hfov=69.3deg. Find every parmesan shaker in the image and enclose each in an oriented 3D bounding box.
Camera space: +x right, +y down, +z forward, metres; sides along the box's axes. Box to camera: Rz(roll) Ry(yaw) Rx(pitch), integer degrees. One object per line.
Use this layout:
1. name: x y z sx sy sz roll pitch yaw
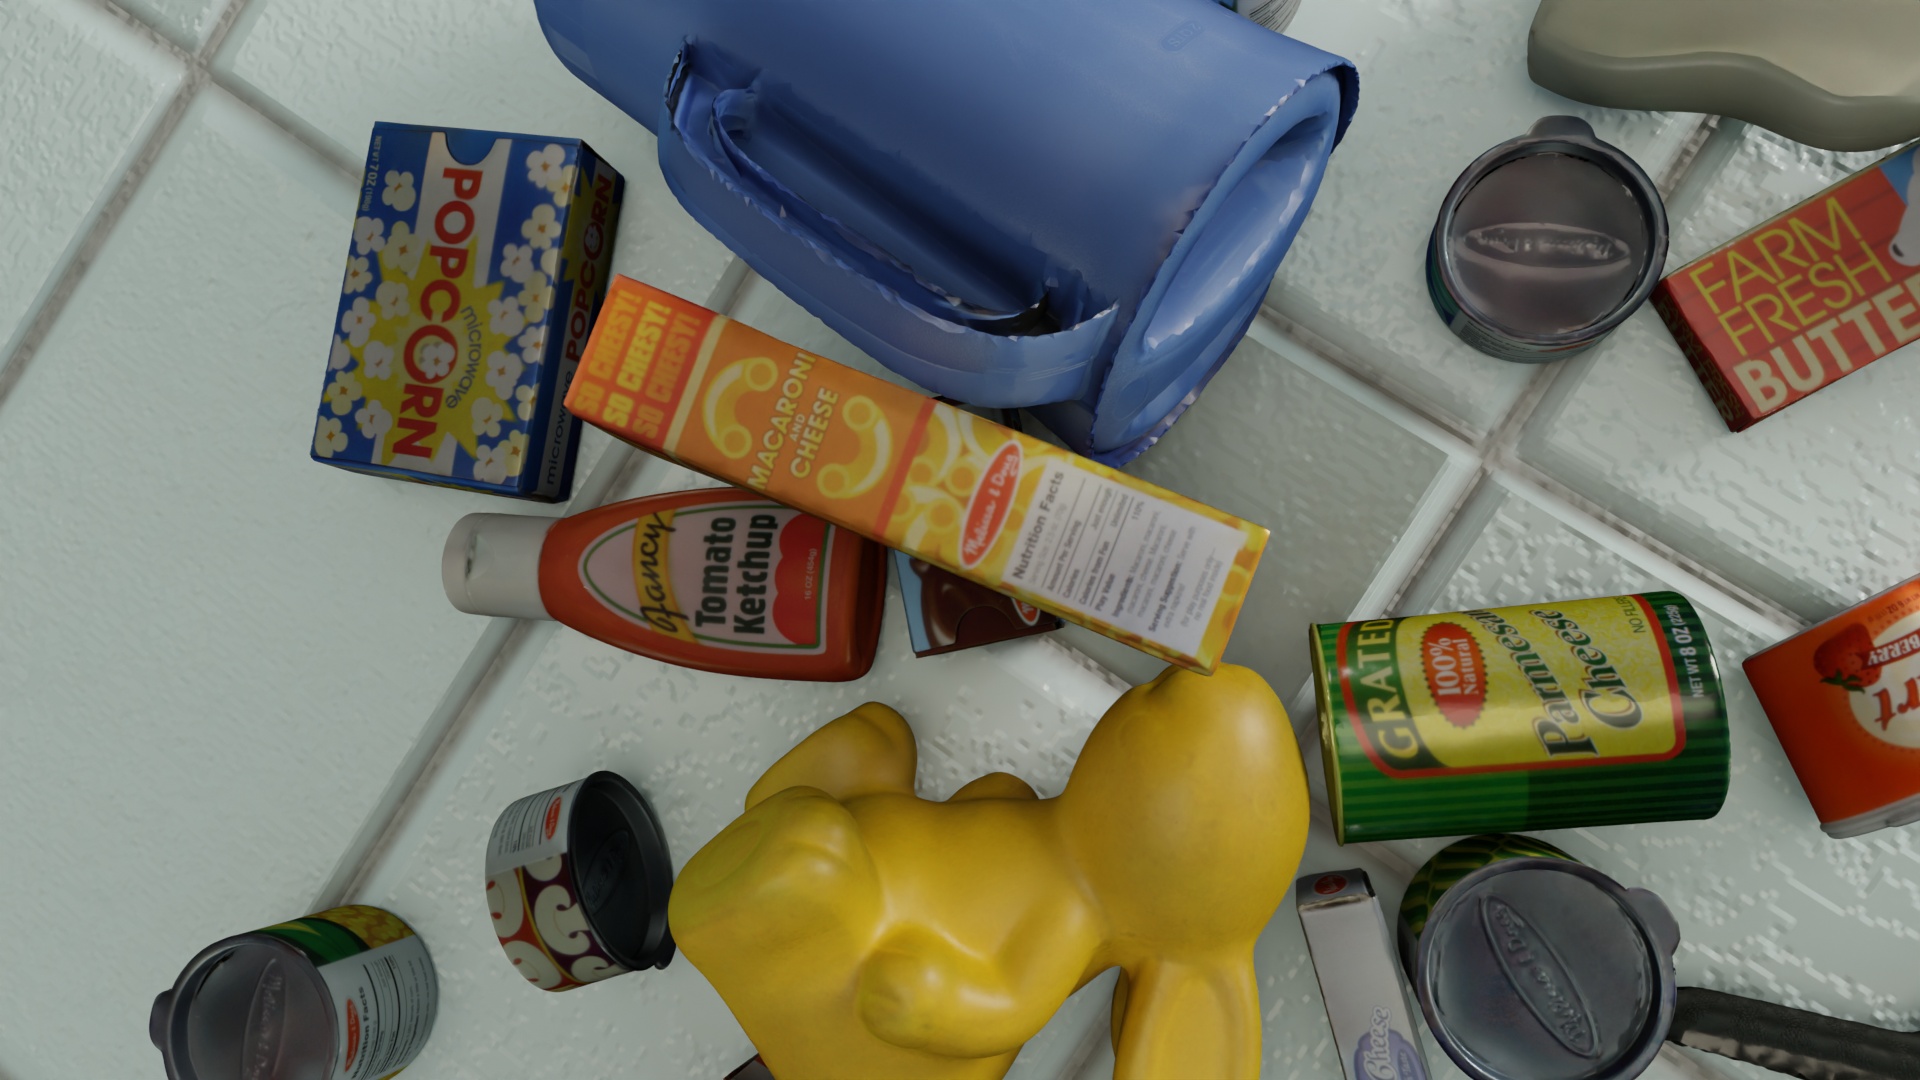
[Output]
1. parmesan shaker: 0.158 0.049 0.407 0.103 0.071 0.071 -7 84 11

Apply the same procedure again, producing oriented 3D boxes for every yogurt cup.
1. yogurt cup: 0.259 0.044 0.386 0.072 0.072 0.054 -29 72 8

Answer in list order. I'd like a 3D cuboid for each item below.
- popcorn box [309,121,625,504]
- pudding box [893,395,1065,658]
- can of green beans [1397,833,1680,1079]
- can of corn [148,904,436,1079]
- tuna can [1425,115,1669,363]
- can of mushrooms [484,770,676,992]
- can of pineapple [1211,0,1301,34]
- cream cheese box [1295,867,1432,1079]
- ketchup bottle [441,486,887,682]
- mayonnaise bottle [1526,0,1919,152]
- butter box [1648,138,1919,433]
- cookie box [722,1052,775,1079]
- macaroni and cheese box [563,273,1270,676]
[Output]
1. popcorn box: -0.177 -0.082 0.503 0.085 0.038 0.126 9 87 14
2. pudding box: 0.002 -0.006 0.462 0.049 0.030 0.084 -13 82 9
3. can of green beans: 0.163 0.121 0.401 0.071 0.058 0.071 -1 85 12
4. can of corn: -0.228 0.163 0.480 0.071 0.058 0.071 -1 85 12
5. tuna can: 0.180 -0.092 0.431 0.071 0.033 0.071 -1 85 12
6. can of mushrooms: -0.124 0.115 0.460 0.033 0.071 0.071 -19 82 10
7. can of pineapple: 0.078 -0.195 0.449 0.071 0.058 0.071 -1 84 12
8. cream cheese box: 0.124 0.152 0.409 0.024 0.053 0.104 -16 82 12
9. ketchup bottle: -0.101 0.012 0.475 0.149 0.043 0.065 3 80 13
10. mayonnaise bottle: 0.248 -0.145 0.403 0.148 0.041 0.065 26 87 24
11. butter box: 0.268 -0.080 0.415 0.103 0.024 0.053 -29 79 8
12. cookie box: -0.026 0.260 0.437 0.167 0.040 0.123 26 91 13
13. macaroni and cheese box: -0.007 -0.015 0.381 0.166 0.124 0.040 22 91 6
